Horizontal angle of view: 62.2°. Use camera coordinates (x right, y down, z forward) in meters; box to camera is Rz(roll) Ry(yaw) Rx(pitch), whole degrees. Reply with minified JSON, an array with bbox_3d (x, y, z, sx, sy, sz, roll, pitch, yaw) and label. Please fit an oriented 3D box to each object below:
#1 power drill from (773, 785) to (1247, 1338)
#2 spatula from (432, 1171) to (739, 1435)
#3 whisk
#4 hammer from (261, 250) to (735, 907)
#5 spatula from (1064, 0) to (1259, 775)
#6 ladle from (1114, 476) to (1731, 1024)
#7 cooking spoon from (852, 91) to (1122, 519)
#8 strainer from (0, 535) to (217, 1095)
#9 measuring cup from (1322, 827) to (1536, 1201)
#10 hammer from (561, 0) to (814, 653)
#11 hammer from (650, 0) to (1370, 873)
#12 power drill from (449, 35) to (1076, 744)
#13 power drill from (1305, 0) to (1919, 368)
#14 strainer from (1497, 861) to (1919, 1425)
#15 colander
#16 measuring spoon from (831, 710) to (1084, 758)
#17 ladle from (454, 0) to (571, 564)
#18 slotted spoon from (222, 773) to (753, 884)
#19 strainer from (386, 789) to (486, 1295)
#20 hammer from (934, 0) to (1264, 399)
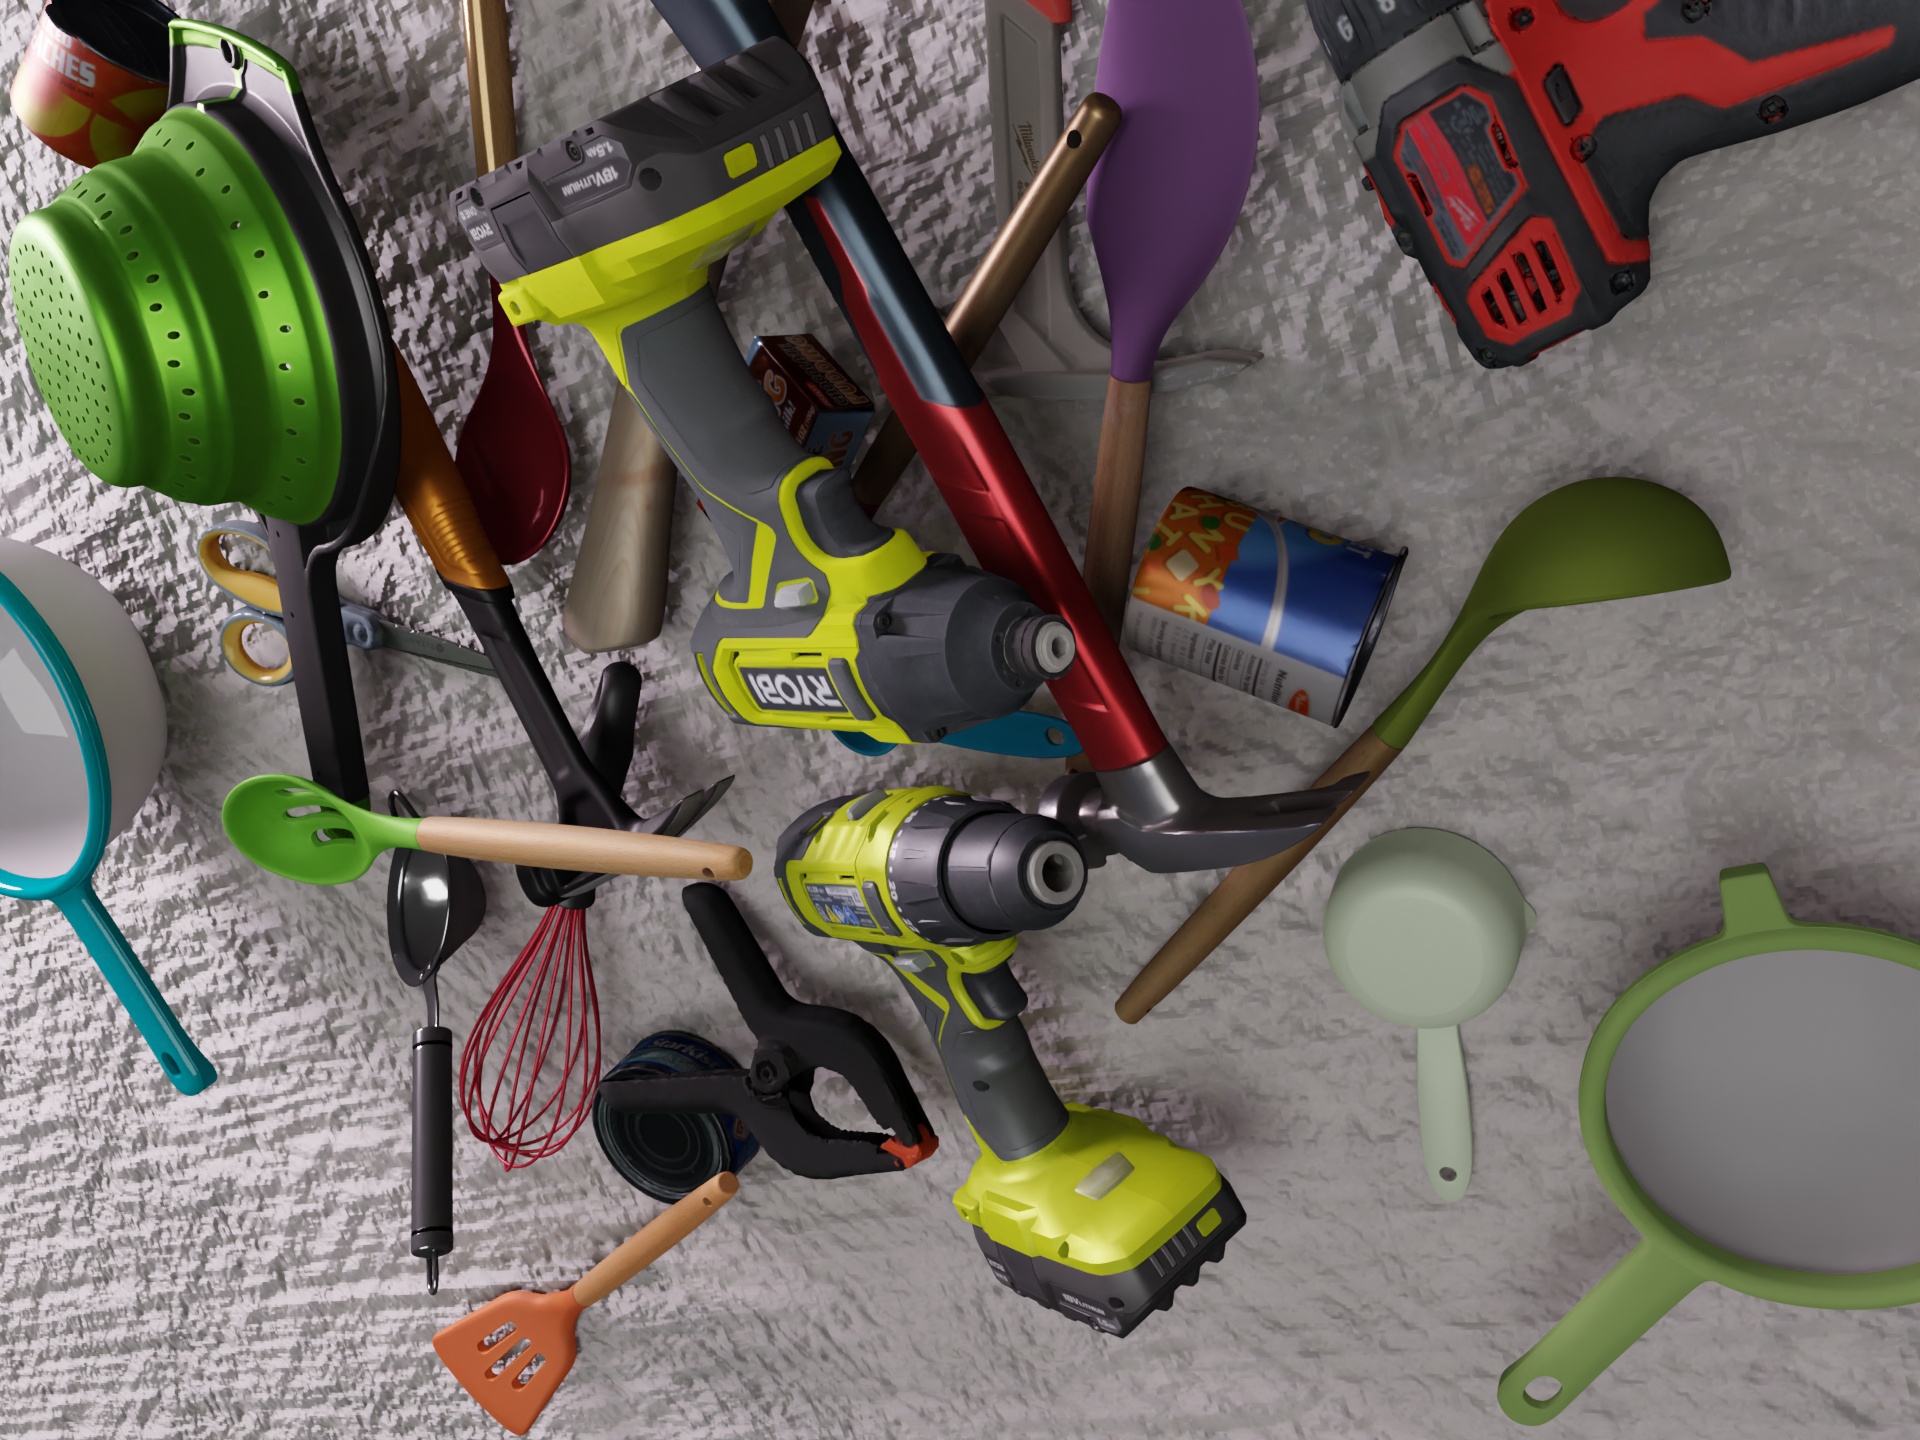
[{"bbox_3d":[0.024,0.130,0.650,0.190,0.080,0.228,-8,112,60],"label":"power drill"},{"bbox_3d":[-0.201,0.312,0.867,0.081,0.041,0.322,47,132,2],"label":"spatula"},{"bbox_3d":[-0.197,0.104,0.791,0.073,0.073,0.295,24,113,14],"label":"whisk"},{"bbox_3d":[-0.220,-0.085,0.700,0.127,0.034,0.337,-28,90,37],"label":"hammer"},{"bbox_3d":[0.061,-0.100,0.578,0.060,0.018,0.315,22,127,24],"label":"spatula"},{"bbox_3d":[0.154,0.032,0.603,0.062,0.078,0.320,52,129,22],"label":"ladle"},{"bbox_3d":[-0.025,-0.106,0.619,0.069,0.017,0.318,52,134,15],"label":"cooking spoon"},{"bbox_3d":[-0.476,0.040,0.872,0.211,0.095,0.340,-19,103,32],"label":"strainer"},{"bbox_3d":[0.187,0.127,0.632,0.083,0.038,0.167,-2,107,25],"label":"measuring cup"},{"bbox_3d":[-0.108,-0.201,0.623,0.146,0.038,0.410,39,127,21],"label":"hammer"},{"bbox_3d":[-0.001,-0.116,0.538,0.143,0.038,0.386,-12,111,54],"label":"hammer"},{"bbox_3d":[-0.059,-0.094,0.528,0.171,0.080,0.223,2,126,48],"label":"power drill"},{"bbox_3d":[0.211,-0.232,0.461,0.226,0.080,0.188,-25,98,33],"label":"power drill"},{"bbox_3d":[0.279,0.167,0.590,0.151,0.069,0.256,32,120,8],"label":"strainer"},{"bbox_3d":[-0.331,-0.091,0.705,0.205,0.094,0.396,30,130,35],"label":"colander"},{"bbox_3d":[-0.001,-0.002,0.671,0.129,0.021,0.042,8,119,29],"label":"measuring spoon"},{"bbox_3d":[-0.198,-0.223,0.679,0.069,0.031,0.315,12,113,26],"label":"ladle"},{"bbox_3d":[-0.218,0.054,0.709,0.314,0.031,0.070,1,129,32],"label":"slotted spoon"},{"bbox_3d":[-0.261,0.152,0.790,0.087,0.050,0.259,-41,49,41],"label":"strainer"},{"bbox_3d":[0.027,-0.291,0.542,0.149,0.037,0.359,5,112,23],"label":"hammer"}]
